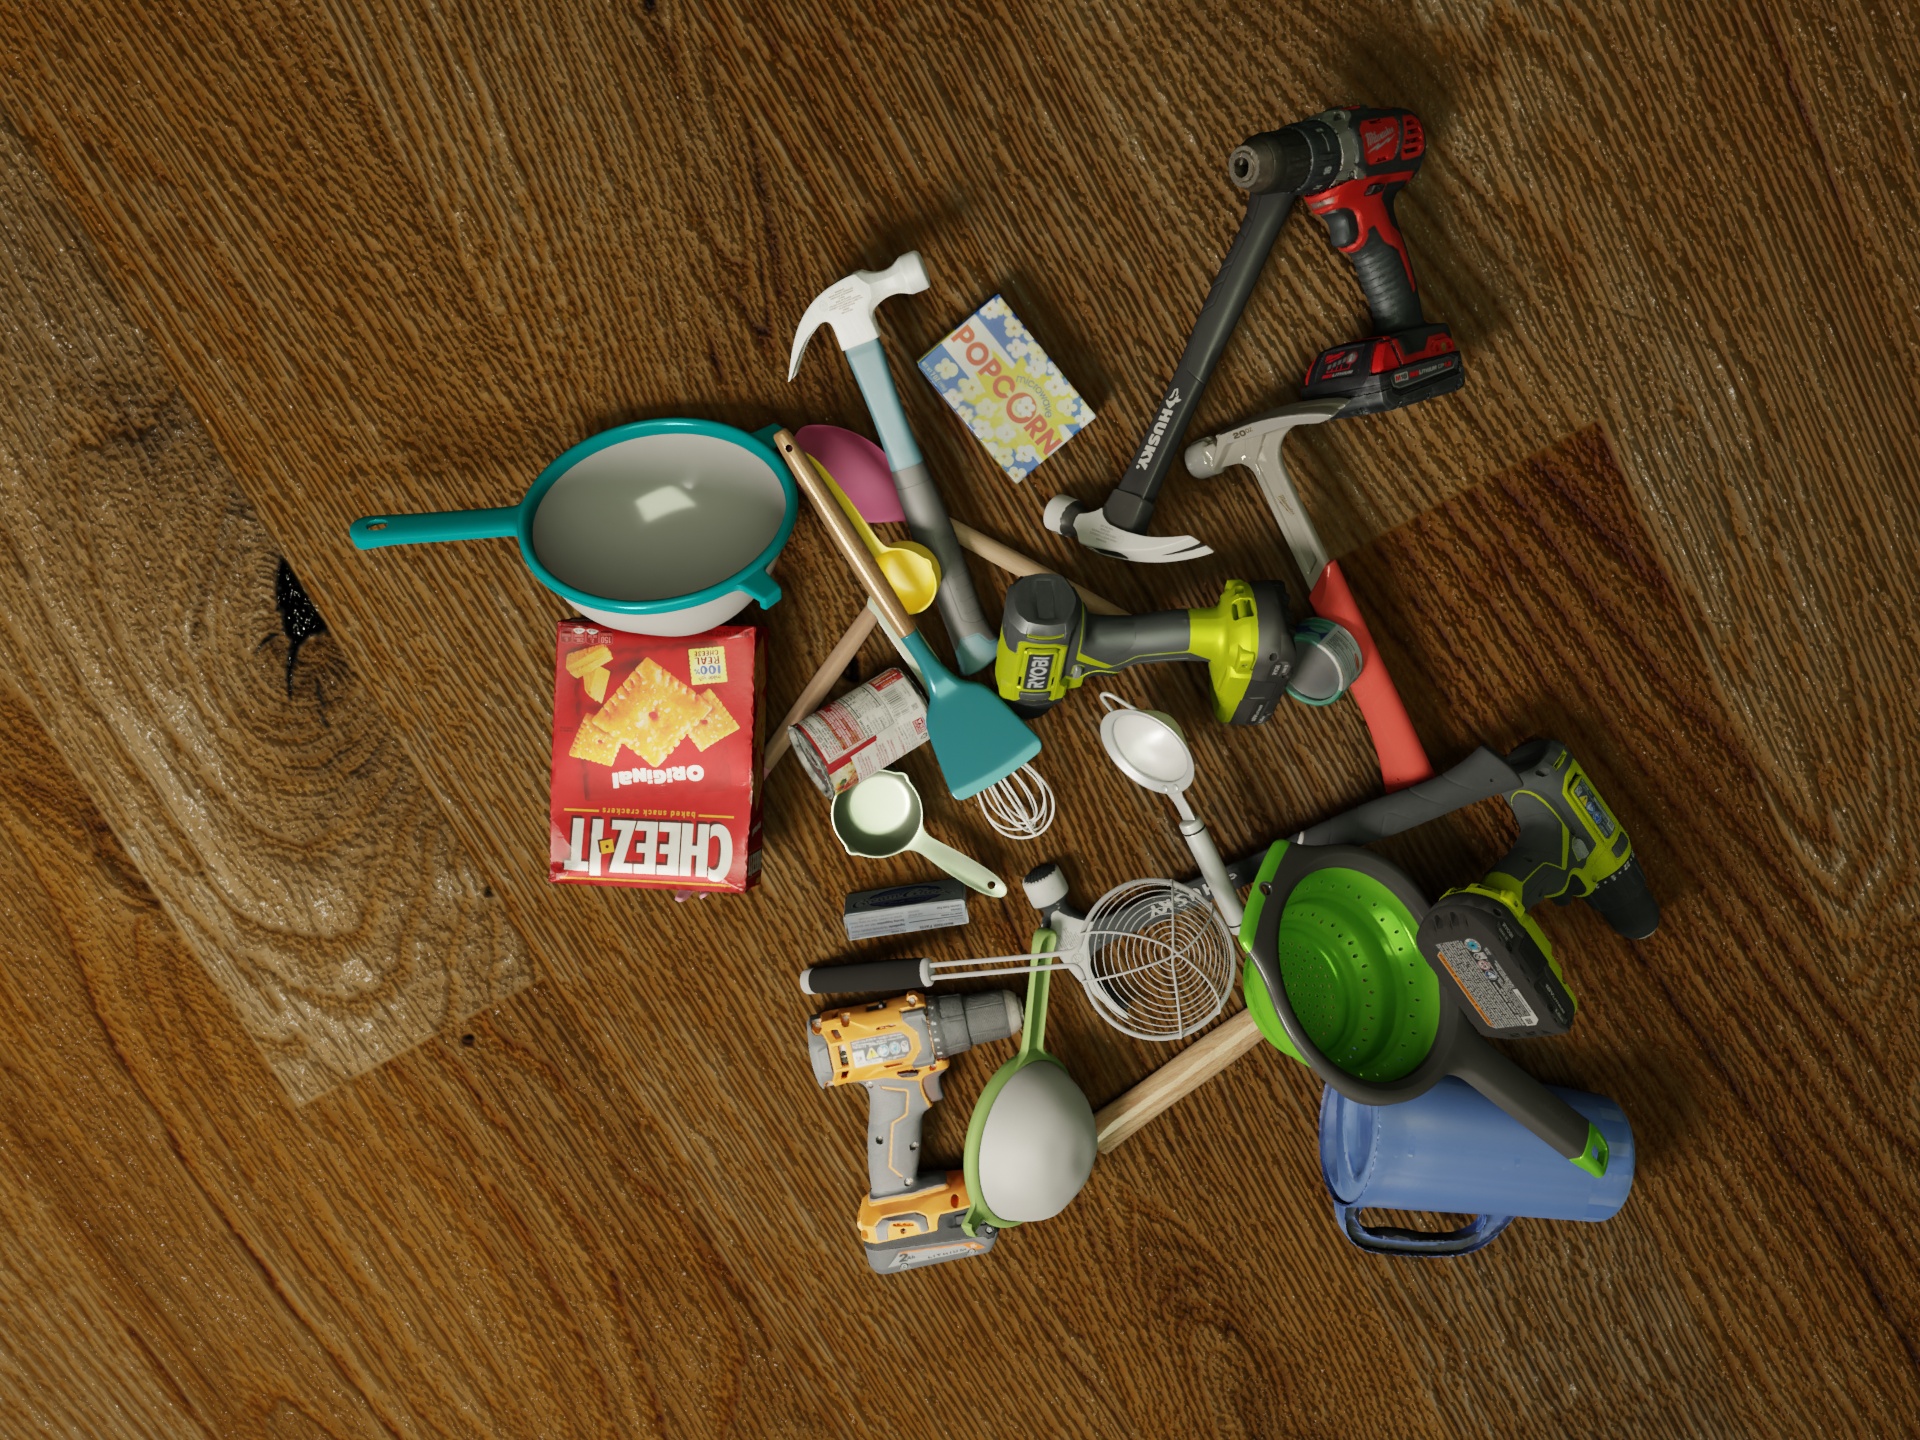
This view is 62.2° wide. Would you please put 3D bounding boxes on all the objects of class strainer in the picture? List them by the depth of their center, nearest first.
[{"bbox_3d":[-0.291,-0.129,1.233,0.340,0.211,0.095,-3,140,1],"label":"strainer"},{"bbox_3d":[0.183,0.076,1.280,0.050,0.087,0.258,-38,109,-34],"label":"strainer"},{"bbox_3d":[0.078,0.304,1.328,0.069,0.151,0.256,8,95,39],"label":"strainer"}]

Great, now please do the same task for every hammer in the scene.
[{"bbox_3d":[0.190,-0.280,1.242,0.035,0.146,0.335,22,94,-50],"label":"hammer"},{"bbox_3d":[-0.036,-0.190,1.258,0.128,0.033,0.330,-17,109,11],"label":"hammer"},{"bbox_3d":[0.313,-0.084,1.279,0.037,0.149,0.359,-41,110,-36],"label":"hammer"},{"bbox_3d":[0.265,0.120,1.321,0.409,0.036,0.149,-24,103,12],"label":"hammer"},{"bbox_3d":[0.247,0.270,1.375,0.331,0.031,0.130,-38,88,8],"label":"hammer"}]

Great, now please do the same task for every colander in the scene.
[{"bbox_3d":[0.358,0.257,1.285,0.397,0.094,0.205,37,55,-12],"label":"colander"}]

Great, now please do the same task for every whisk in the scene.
[{"bbox_3d":[-0.002,-0.004,1.307,0.059,0.058,0.246,-32,101,13],"label":"whisk"}]

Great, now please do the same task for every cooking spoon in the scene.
[{"bbox_3d":[0.004,-0.150,1.299,0.319,0.017,0.068,27,112,-6],"label":"cooking spoon"}]

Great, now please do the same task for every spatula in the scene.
[{"bbox_3d":[-0.052,-0.088,1.231,0.082,0.044,0.317,-32,105,4],"label":"spatula"}]

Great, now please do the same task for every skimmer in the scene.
[{"bbox_3d":[0.040,0.205,1.308,0.363,0.090,0.127,-9,75,28],"label":"skimmer"}]

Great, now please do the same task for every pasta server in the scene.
[{"bbox_3d":[-0.149,0.016,1.318,0.060,0.040,0.316,37,97,3],"label":"pasta server"}]

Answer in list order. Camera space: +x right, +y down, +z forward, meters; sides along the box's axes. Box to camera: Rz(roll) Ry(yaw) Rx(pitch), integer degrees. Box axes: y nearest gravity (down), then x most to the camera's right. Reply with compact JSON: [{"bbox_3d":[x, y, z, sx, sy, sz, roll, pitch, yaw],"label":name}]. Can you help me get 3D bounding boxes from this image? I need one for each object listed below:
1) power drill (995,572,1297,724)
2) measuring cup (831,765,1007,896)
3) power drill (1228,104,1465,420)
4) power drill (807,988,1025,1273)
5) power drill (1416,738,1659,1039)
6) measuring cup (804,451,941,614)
[{"bbox_3d":[0.140,-0.050,1.264,0.223,0.171,0.080,0,61,-4],"label":"power drill"},{"bbox_3d":[-0.032,0.098,1.338,0.167,0.038,0.083,33,98,-9],"label":"measuring cup"},{"bbox_3d":[0.290,-0.346,1.202,0.188,0.080,0.226,-21,103,-35],"label":"power drill"},{"bbox_3d":[-0.021,0.342,1.367,0.185,0.084,0.226,-12,97,-1],"label":"power drill"},{"bbox_3d":[0.480,0.150,1.292,0.190,0.080,0.228,53,54,-10],"label":"power drill"},{"bbox_3d":[-0.074,-0.152,1.247,0.062,0.029,0.156,-34,102,29],"label":"measuring cup"}]
